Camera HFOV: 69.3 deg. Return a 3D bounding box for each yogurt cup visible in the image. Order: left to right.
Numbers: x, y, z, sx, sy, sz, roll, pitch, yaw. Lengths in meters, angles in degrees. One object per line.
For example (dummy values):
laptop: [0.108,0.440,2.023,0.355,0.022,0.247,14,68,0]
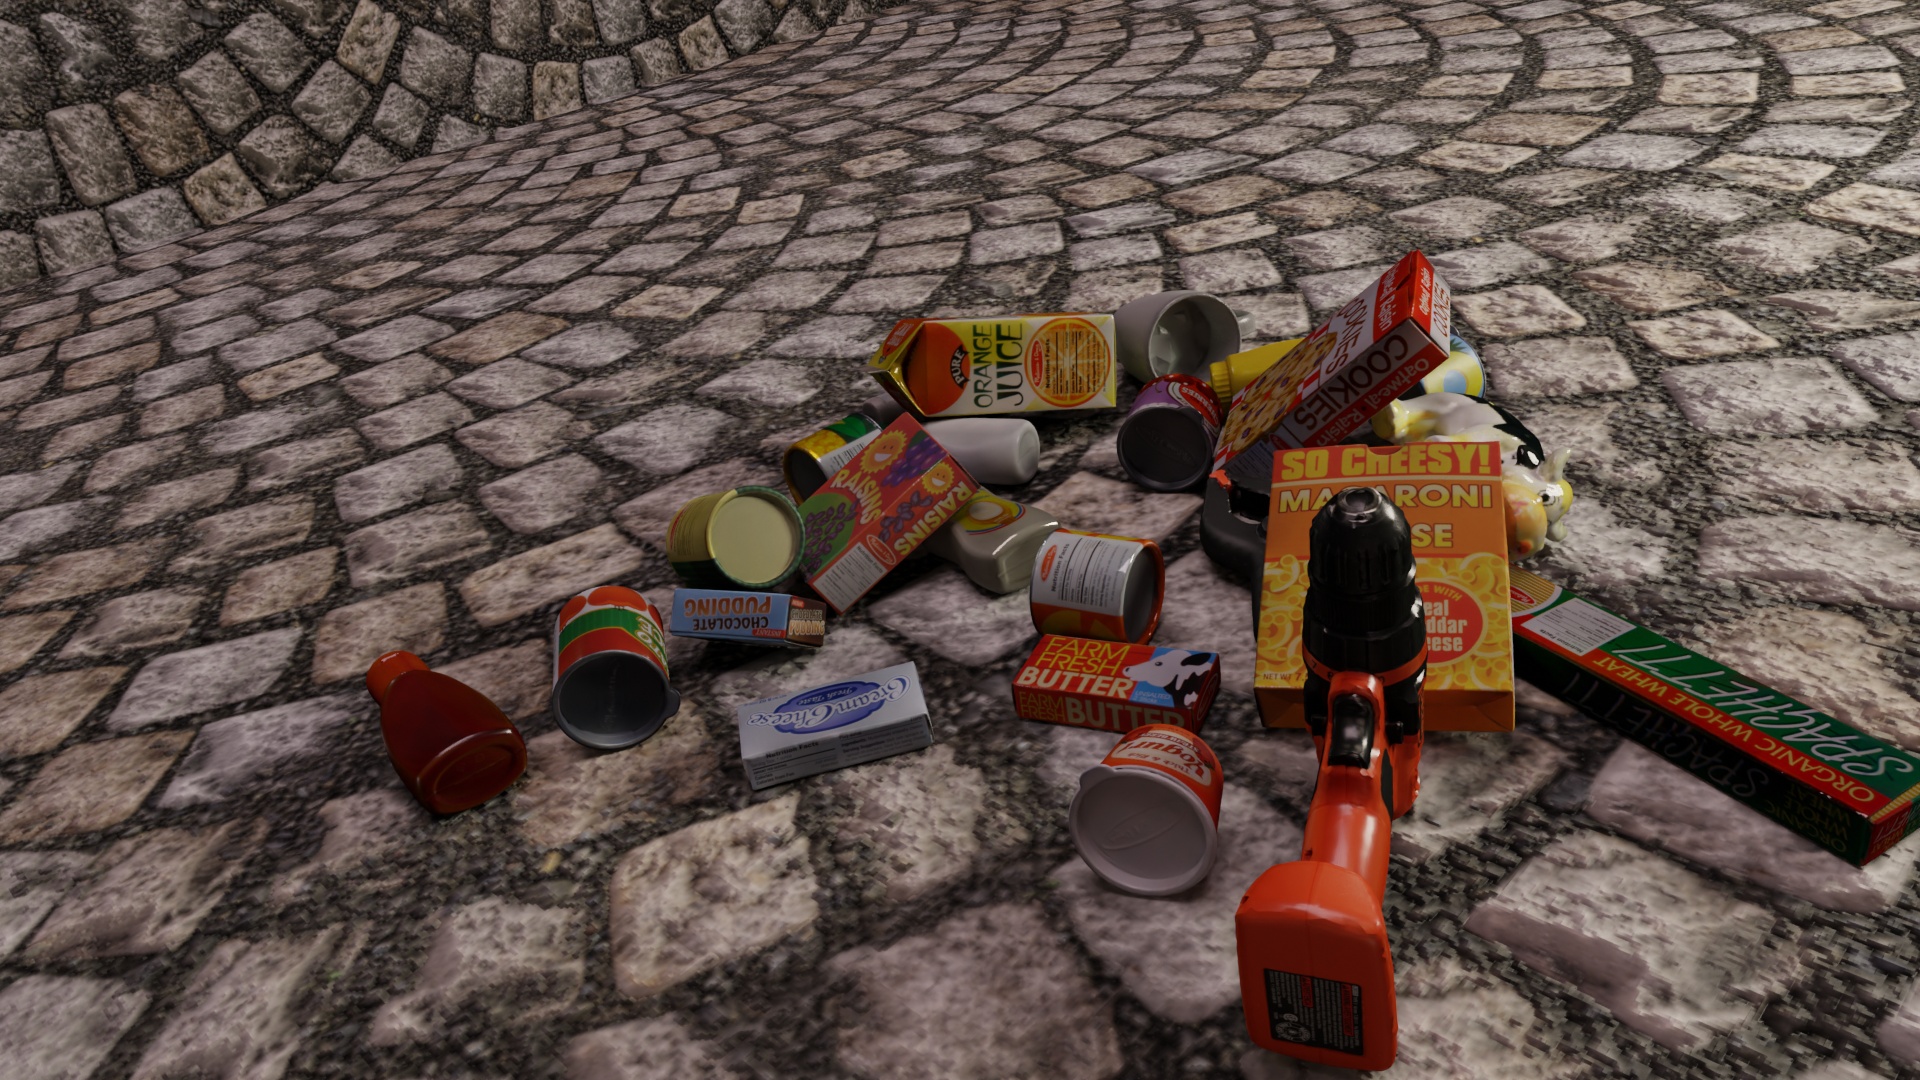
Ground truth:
yogurt cup: [0.089,0.121,0.641,0.072,0.072,0.054,2,23,22]

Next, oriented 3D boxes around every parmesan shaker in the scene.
parmesan shaker: [-0.146,0.003,0.894,0.071,0.071,0.103,-24,8,-23]

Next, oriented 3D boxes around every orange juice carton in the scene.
orange juice carton: [0.016,-0.134,1.058,0.193,0.073,0.072,-5,11,-14]

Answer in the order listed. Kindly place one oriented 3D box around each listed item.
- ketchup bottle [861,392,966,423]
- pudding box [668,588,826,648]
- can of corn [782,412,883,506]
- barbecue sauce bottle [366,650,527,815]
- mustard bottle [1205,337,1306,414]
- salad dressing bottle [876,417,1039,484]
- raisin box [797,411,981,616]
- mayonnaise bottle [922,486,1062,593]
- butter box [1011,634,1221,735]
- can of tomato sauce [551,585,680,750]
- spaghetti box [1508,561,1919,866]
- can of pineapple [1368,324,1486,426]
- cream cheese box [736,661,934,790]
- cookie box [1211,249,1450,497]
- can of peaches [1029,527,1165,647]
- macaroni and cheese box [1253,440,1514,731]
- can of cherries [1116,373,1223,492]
ketchup bottle: [-0.008,-0.122,1.128,0.149,0.043,0.065,-26,33,-25]
pudding box: [-0.131,0.048,0.855,0.083,0.030,0.049,2,-8,22]
can of corn: [-0.088,-0.051,1.005,0.058,0.070,0.071,-31,34,-32]
barbecue sauce bottle: [-0.312,0.107,0.820,0.065,0.043,0.149,-27,32,-28]
mustard bottle: [0.238,-0.120,1.037,0.160,0.048,0.065,-7,29,8]
salad dressing bottle: [-0.016,-0.068,1.035,0.147,0.043,0.064,4,27,27]
raisin box: [-0.056,-0.019,0.915,0.123,0.040,0.086,-42,32,-1]
mayonnaise bottle: [0.003,-0.012,0.928,0.065,0.041,0.148,-28,33,-25]
butter box: [0.085,0.079,0.757,0.103,0.024,0.053,5,32,25]
can of tomato sauce: [-0.205,0.073,0.821,0.071,0.071,0.083,-15,28,-8]
spaghetti box: [0.338,0.073,0.679,0.050,0.028,0.250,-22,31,-20]
can of pineapple: [0.320,-0.109,0.969,0.058,0.070,0.071,-25,32,-25]
cream cheese box: [-0.069,0.102,0.768,0.104,0.024,0.053,-14,30,-5]
cookie box: [0.246,-0.108,0.923,0.166,0.040,0.123,-41,11,34]
can of peaches: [0.081,0.029,0.808,0.058,0.071,0.071,7,33,30]
macaroni and cheese box: [0.225,0.020,0.737,0.123,0.040,0.167,-2,50,20]
can of cherries: [0.149,-0.077,0.968,0.071,0.071,0.059,1,30,20]
